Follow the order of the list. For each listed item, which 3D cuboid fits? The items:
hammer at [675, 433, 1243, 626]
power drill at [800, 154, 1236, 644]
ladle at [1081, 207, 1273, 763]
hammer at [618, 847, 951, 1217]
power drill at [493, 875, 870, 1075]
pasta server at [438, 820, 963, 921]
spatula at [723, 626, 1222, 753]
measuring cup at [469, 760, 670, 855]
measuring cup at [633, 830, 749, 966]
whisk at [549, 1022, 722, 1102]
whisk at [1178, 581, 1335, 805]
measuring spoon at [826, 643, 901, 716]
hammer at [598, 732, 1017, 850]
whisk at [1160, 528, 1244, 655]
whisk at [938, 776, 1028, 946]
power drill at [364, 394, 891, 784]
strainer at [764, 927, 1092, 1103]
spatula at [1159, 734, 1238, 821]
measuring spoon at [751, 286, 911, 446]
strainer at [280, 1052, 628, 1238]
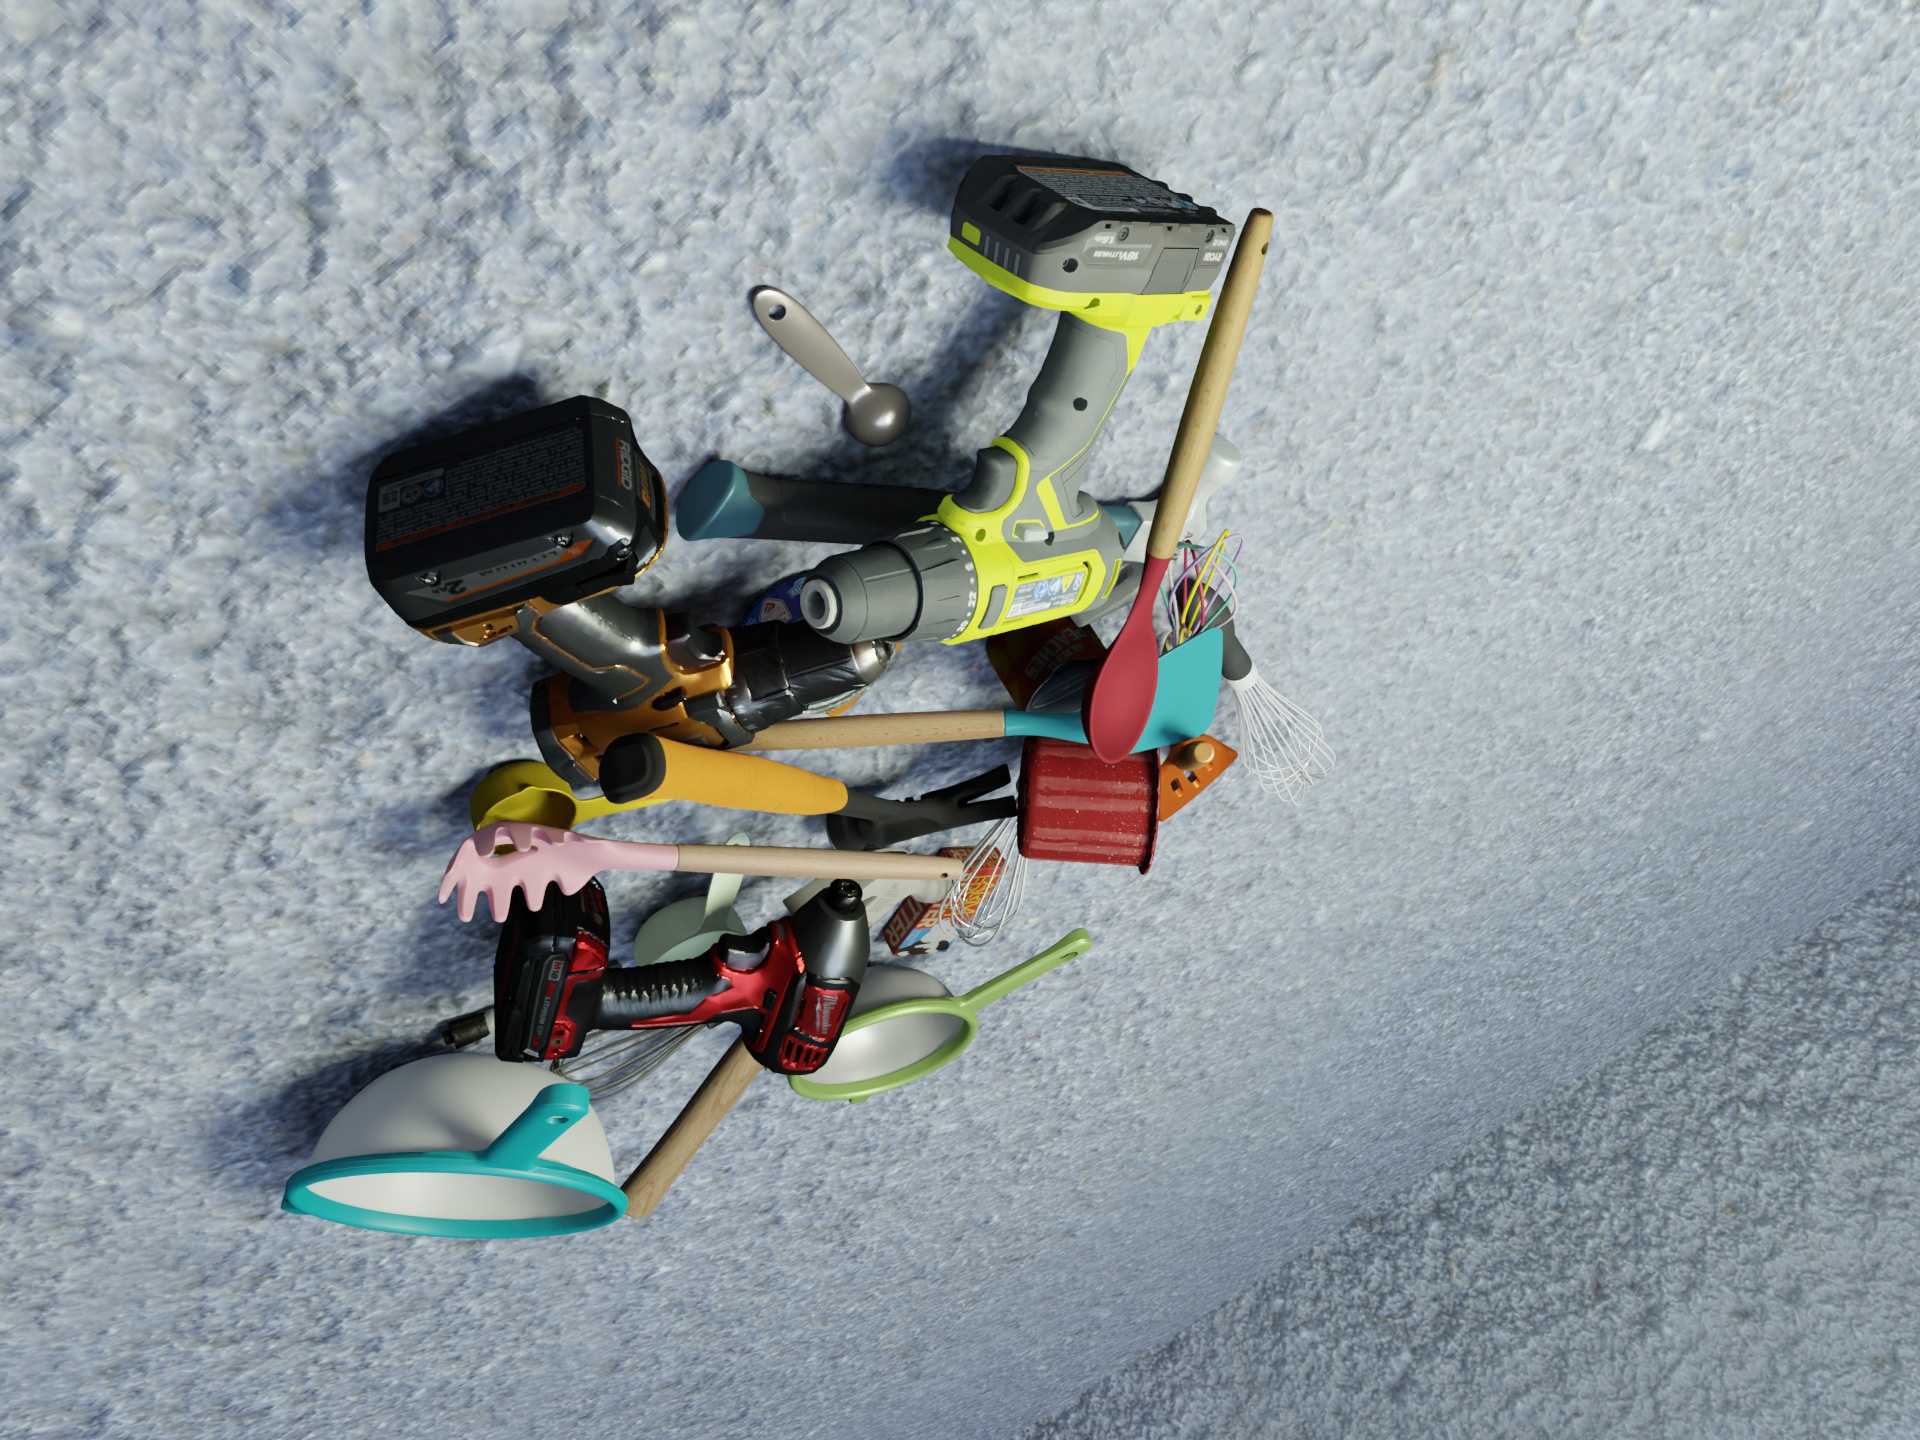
[{"bbox_3d":[0.003,-0.110,0.862,0.330,0.033,0.128,-2,136,-36],"label":"hammer"},{"bbox_3d":[0.023,-0.136,0.742,0.190,0.080,0.228,-16,135,-44],"label":"power drill"},{"bbox_3d":[0.107,-0.106,0.805,0.069,0.031,0.315,-35,148,-43],"label":"ladle"},{"bbox_3d":[-0.139,0.220,1.110,0.331,0.031,0.130,-52,151,11],"label":"hammer"},{"bbox_3d":[-0.164,0.147,0.970,0.219,0.079,0.143,8,123,-23],"label":"power drill"},{"bbox_3d":[-0.137,0.086,0.914,0.316,0.040,0.060,5,132,-29],"label":"pasta server"},{"bbox_3d":[-0.001,-0.003,0.929,0.317,0.044,0.082,-3,131,-2],"label":"spatula"},{"bbox_3d":[-0.201,0.037,0.904,0.156,0.029,0.062,-14,144,-28],"label":"measuring cup"},{"bbox_3d":[-0.166,0.117,1.028,0.083,0.038,0.167,-7,138,-32],"label":"measuring cup"},{"bbox_3d":[-0.181,0.207,1.130,0.239,0.055,0.055,-23,146,-19],"label":"whisk"},{"bbox_3d":[0.206,-0.017,1.123,0.070,0.070,0.284,-35,142,7],"label":"whisk"},{"bbox_3d":[-0.049,-0.042,0.934,0.021,0.011,0.117,4,137,-42],"label":"measuring spoon"},{"bbox_3d":[-0.082,0.040,0.880,0.127,0.034,0.336,-15,168,20],"label":"hammer"},{"bbox_3d":[0.138,-0.054,0.990,0.051,0.047,0.244,1,160,1],"label":"whisk"},{"bbox_3d":[0.044,0.055,1.075,0.059,0.058,0.246,6,121,-30],"label":"whisk"},{"bbox_3d":[-0.146,-0.052,0.749,0.185,0.084,0.226,-15,150,8],"label":"power drill"},{"bbox_3d":[-0.022,0.202,1.207,0.256,0.069,0.151,-30,148,12],"label":"strainer"},{"bbox_3d":[0.161,0.033,1.082,0.081,0.041,0.322,-41,175,2],"label":"spatula"},{"bbox_3d":[-0.060,-0.164,0.753,0.034,0.018,0.124,-37,146,11],"label":"measuring spoon"},{"bbox_3d":[-0.290,0.244,0.990,0.210,0.095,0.340,14,147,-25],"label":"strainer"}]
